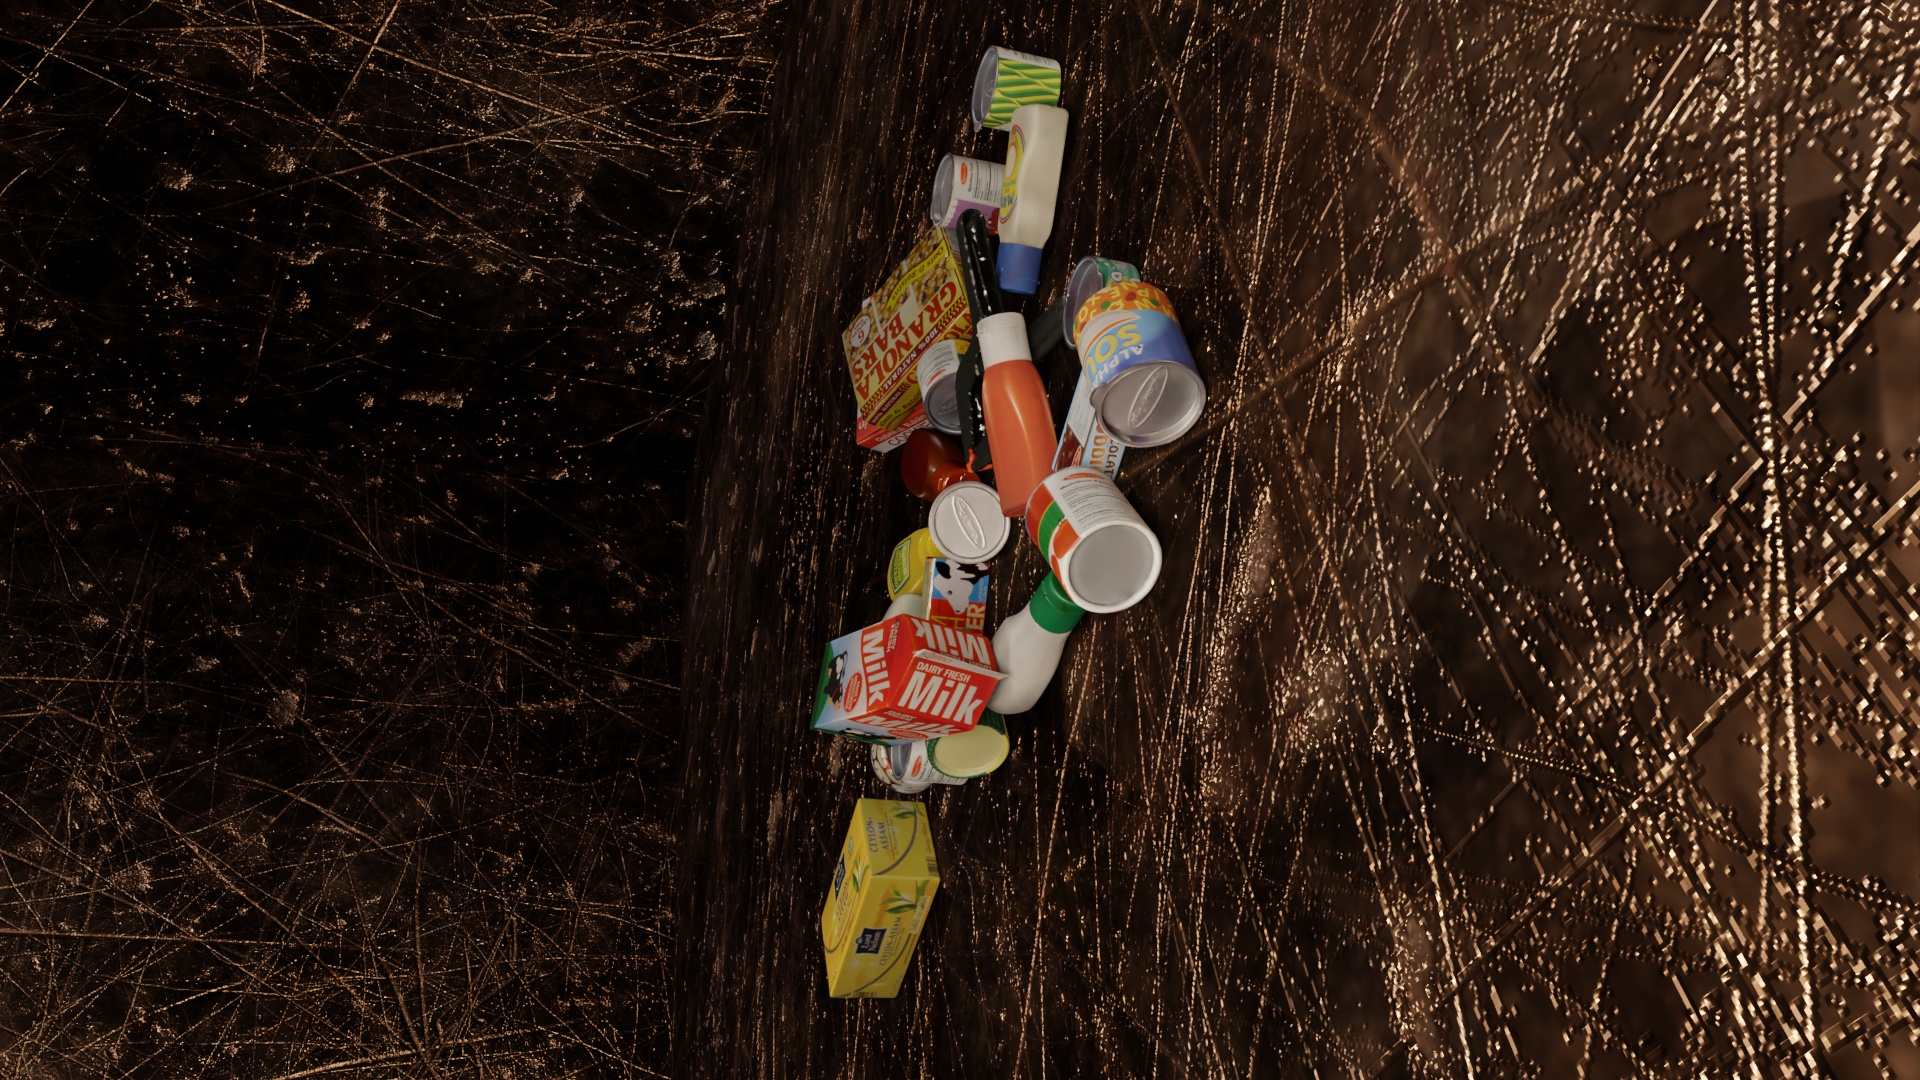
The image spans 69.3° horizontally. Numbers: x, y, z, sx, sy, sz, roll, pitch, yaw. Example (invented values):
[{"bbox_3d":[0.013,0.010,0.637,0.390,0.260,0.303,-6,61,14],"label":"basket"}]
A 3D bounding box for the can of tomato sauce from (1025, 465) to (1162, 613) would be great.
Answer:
[{"bbox_3d":[0.084,0.000,0.884,0.083,0.071,0.071,-117,38,-61],"label":"can of tomato sauce"}]

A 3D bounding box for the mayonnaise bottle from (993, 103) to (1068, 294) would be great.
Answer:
[{"bbox_3d":[0.055,-0.278,1.137,0.065,0.041,0.148,-153,71,-70],"label":"mayonnaise bottle"}]

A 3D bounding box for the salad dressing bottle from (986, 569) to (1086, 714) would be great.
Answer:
[{"bbox_3d":[0.053,0.071,0.997,0.146,0.044,0.064,119,153,-49],"label":"salad dressing bottle"}]

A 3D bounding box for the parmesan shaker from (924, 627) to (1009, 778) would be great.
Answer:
[{"bbox_3d":[-0.001,0.129,1.110,0.103,0.071,0.071,-105,27,-51],"label":"parmesan shaker"}]

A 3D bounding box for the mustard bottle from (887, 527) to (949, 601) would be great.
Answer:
[{"bbox_3d":[-0.026,0.017,1.270,0.159,0.049,0.065,137,136,-65],"label":"mustard bottle"}]

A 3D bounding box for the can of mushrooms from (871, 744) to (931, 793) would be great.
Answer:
[{"bbox_3d":[-0.044,0.185,1.227,0.033,0.071,0.071,130,143,-60],"label":"can of mushrooms"}]

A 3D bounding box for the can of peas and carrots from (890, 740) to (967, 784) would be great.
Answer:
[{"bbox_3d":[-0.024,0.171,1.182,0.071,0.059,0.071,-171,89,-74],"label":"can of peas and carrots"}]

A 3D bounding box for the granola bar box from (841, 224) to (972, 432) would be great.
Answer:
[{"bbox_3d":[-0.043,-0.202,1.315,0.165,0.039,0.125,-44,45,32],"label":"granola bar box"}]

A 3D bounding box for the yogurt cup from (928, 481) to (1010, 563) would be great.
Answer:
[{"bbox_3d":[0.004,-0.015,1.162,0.054,0.072,0.072,175,102,-81],"label":"yogurt cup"}]

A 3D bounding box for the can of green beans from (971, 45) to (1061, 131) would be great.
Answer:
[{"bbox_3d":[0.047,-0.380,1.177,0.071,0.058,0.071,-172,89,-73],"label":"can of green beans"}]

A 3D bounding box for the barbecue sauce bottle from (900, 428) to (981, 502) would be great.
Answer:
[{"bbox_3d":[-0.018,-0.063,1.289,0.149,0.044,0.064,-139,57,-69],"label":"barbecue sauce bottle"}]

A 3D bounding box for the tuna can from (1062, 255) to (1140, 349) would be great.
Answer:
[{"bbox_3d":[0.098,-0.163,0.961,0.071,0.033,0.071,-172,89,-73],"label":"tuna can"}]

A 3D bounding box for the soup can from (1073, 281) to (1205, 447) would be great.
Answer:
[{"bbox_3d":[0.105,-0.109,0.848,0.084,0.071,0.071,-100,24,-45],"label":"soup can"}]

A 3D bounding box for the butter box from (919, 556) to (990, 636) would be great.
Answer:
[{"bbox_3d":[-0.007,0.067,1.181,0.024,0.053,0.103,179,98,-70],"label":"butter box"}]

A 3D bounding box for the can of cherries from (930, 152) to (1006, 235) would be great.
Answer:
[{"bbox_3d":[0.010,-0.316,1.276,0.071,0.058,0.071,-173,89,-73],"label":"can of cherries"}]

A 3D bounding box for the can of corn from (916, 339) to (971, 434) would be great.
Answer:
[{"bbox_3d":[-0.002,-0.135,1.231,0.058,0.071,0.070,-104,27,-52],"label":"can of corn"}]

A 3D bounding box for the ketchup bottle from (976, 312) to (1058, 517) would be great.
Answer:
[{"bbox_3d":[0.042,-0.095,1.040,0.064,0.043,0.149,-26,73,63],"label":"ketchup bottle"}]

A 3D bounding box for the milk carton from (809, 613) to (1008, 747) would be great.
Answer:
[{"bbox_3d":[-0.040,0.105,1.040,0.190,0.072,0.073,-24,52,58],"label":"milk carton"}]

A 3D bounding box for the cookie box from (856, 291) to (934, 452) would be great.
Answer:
[{"bbox_3d":[-0.052,-0.185,1.388,0.122,0.040,0.168,-23,58,46],"label":"cookie box"}]

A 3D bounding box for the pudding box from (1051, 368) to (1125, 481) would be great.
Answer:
[{"bbox_3d":[0.092,-0.073,0.950,0.050,0.030,0.083,-114,35,-58],"label":"pudding box"}]
